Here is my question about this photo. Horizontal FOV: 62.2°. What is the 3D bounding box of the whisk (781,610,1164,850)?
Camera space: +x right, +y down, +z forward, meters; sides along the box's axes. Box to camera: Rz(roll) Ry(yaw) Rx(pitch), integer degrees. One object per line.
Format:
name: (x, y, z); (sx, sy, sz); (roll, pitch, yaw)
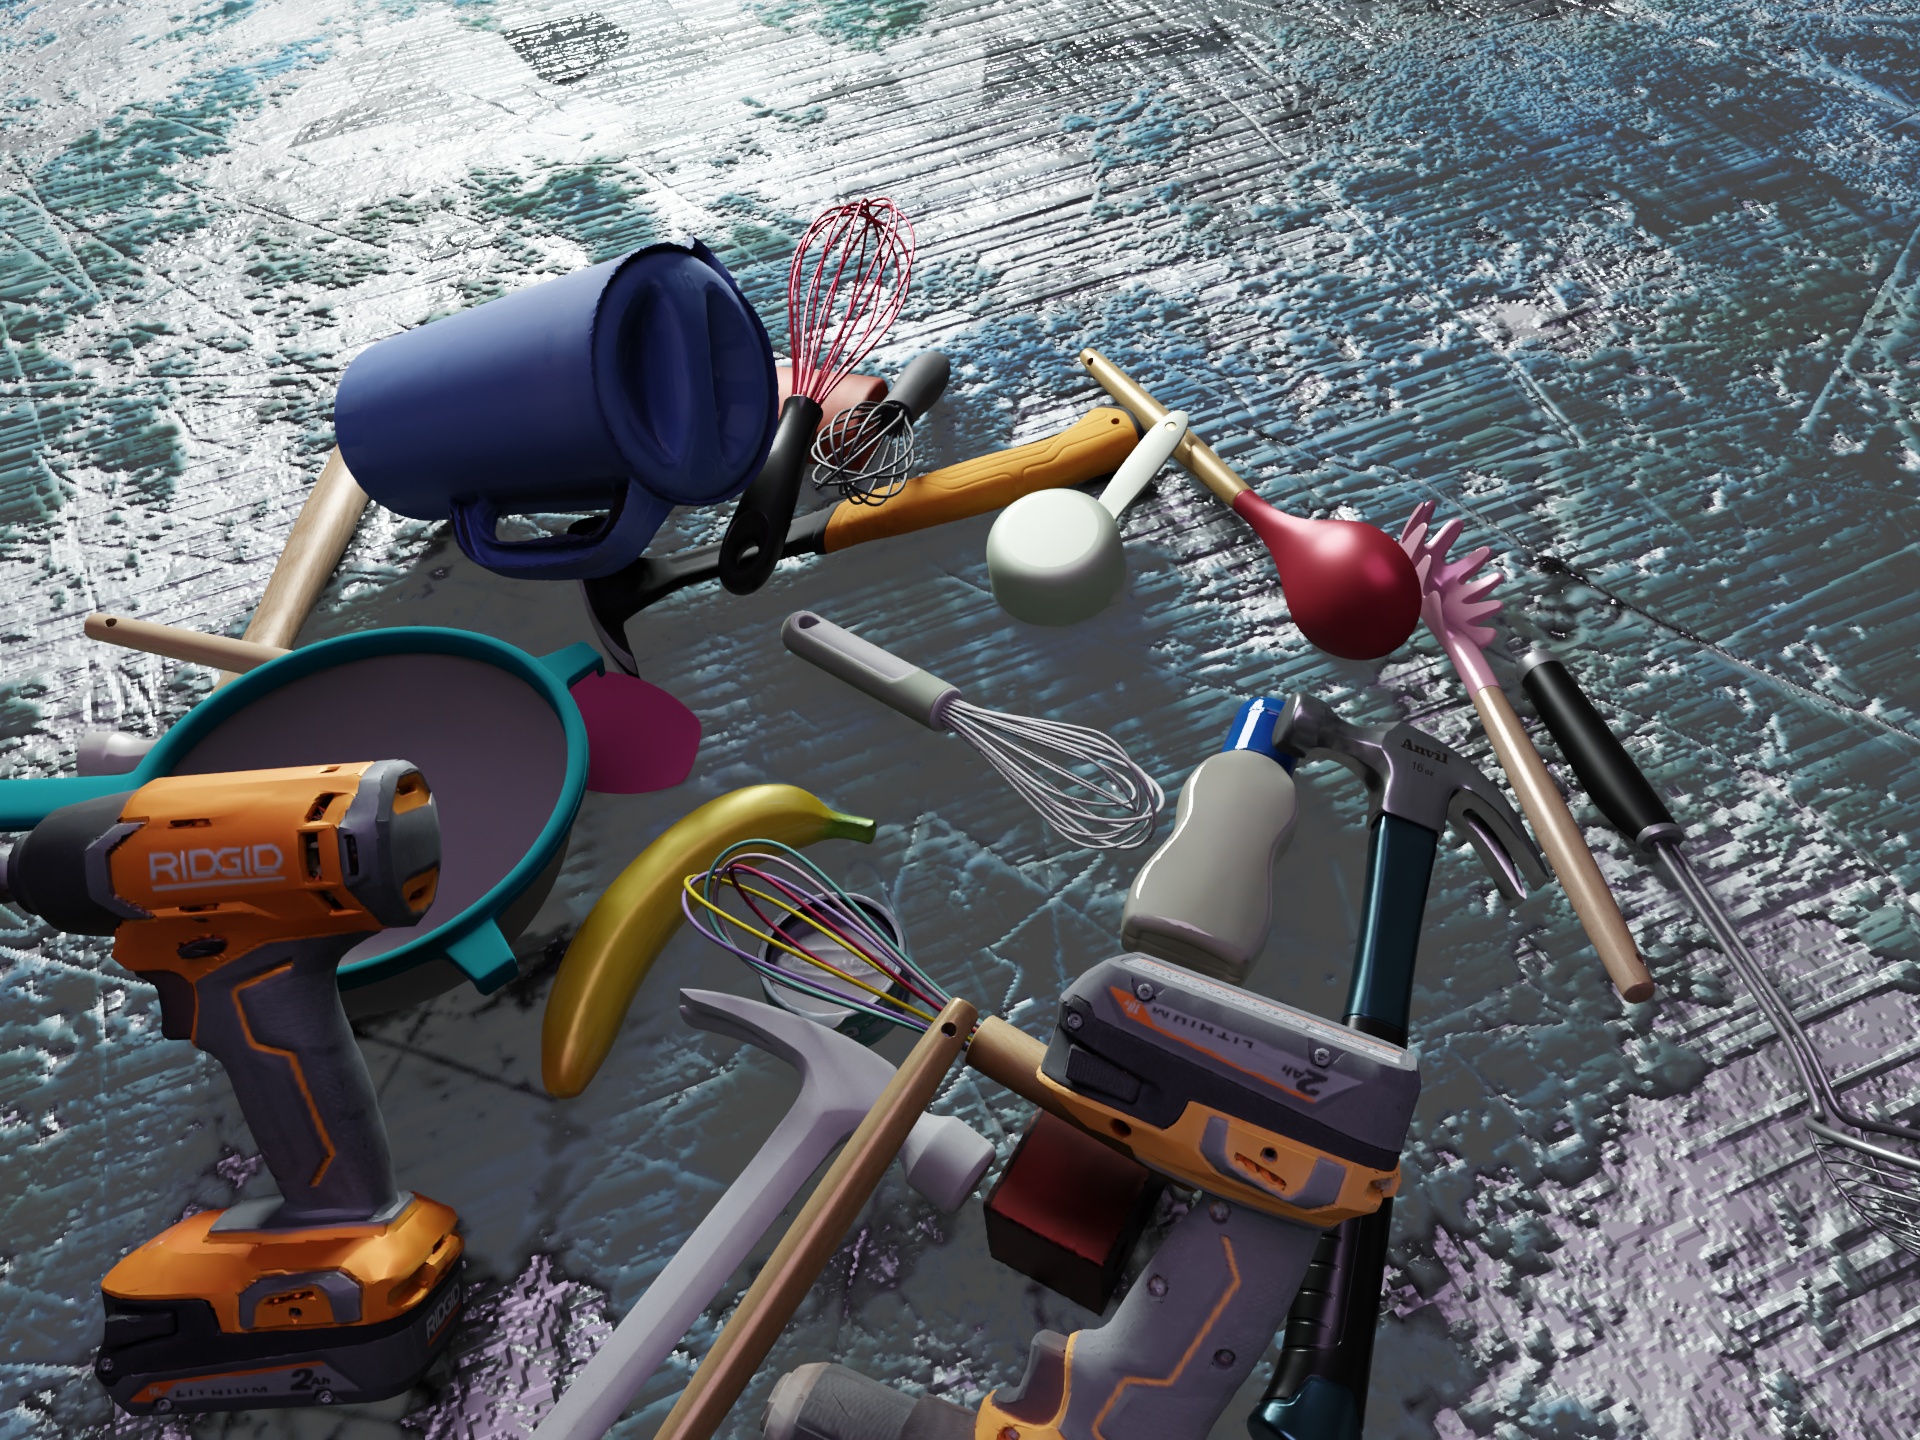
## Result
whisk: (-0.001, -0.003, 0.796); (0.246, 0.059, 0.058); (28, 45, 32)

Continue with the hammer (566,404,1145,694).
hammer: (-0.048, -0.112, 0.903); (0.337, 0.034, 0.127); (-19, 49, -11)

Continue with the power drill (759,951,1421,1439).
power drill: (0.042, 0.195, 0.541); (0.185, 0.084, 0.226); (18, 90, 17)

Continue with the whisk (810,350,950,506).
whisk: (-0.036, -0.176, 0.911); (0.055, 0.055, 0.239); (5, 28, 9)

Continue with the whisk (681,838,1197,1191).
whisk: (-0.009, 0.114, 0.630); (0.245, 0.047, 0.051); (26, 69, 21)

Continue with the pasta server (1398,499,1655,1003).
pasta server: (0.262, 0.001, 0.747); (0.060, 0.040, 0.317); (27, 33, -25)

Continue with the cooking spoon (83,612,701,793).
cooking spoon: (-0.291, -0.016, 0.816); (0.319, 0.017, 0.069); (12, 61, 0)

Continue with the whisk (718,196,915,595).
whisk: (-0.085, -0.192, 0.907); (0.073, 0.073, 0.296); (8, 60, 12)

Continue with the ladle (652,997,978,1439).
ladle: (-0.079, 0.214, 0.512); (0.078, 0.062, 0.320); (32, 60, 9)

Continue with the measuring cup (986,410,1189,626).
measuring cup: (0.078, -0.125, 0.883); (0.083, 0.038, 0.167); (28, 68, 27)

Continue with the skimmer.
skimmer: (0.347, 0.076, 0.667); (0.127, 0.090, 0.364); (13, 39, -28)

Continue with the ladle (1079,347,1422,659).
ladle: (0.149, -0.139, 0.905); (0.031, 0.069, 0.316); (13, 29, -39)

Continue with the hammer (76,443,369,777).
hammer: (-0.374, -0.090, 0.915); (0.130, 0.031, 0.332); (0, 49, 6)

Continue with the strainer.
strainer: (-0.330, 0.062, 0.737); (0.340, 0.095, 0.211); (-2, 47, 6)

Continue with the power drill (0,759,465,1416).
power drill: (-0.273, 0.132, 0.592); (0.164, 0.226, 0.084); (-4, 4, 2)

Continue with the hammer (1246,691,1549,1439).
hammer: (0.166, 0.139, 0.650); (0.128, 0.033, 0.331); (21, 56, -1)

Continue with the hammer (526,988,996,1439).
hammer: (-0.160, 0.270, 0.566); (0.144, 0.035, 0.405); (34, 60, 14)
